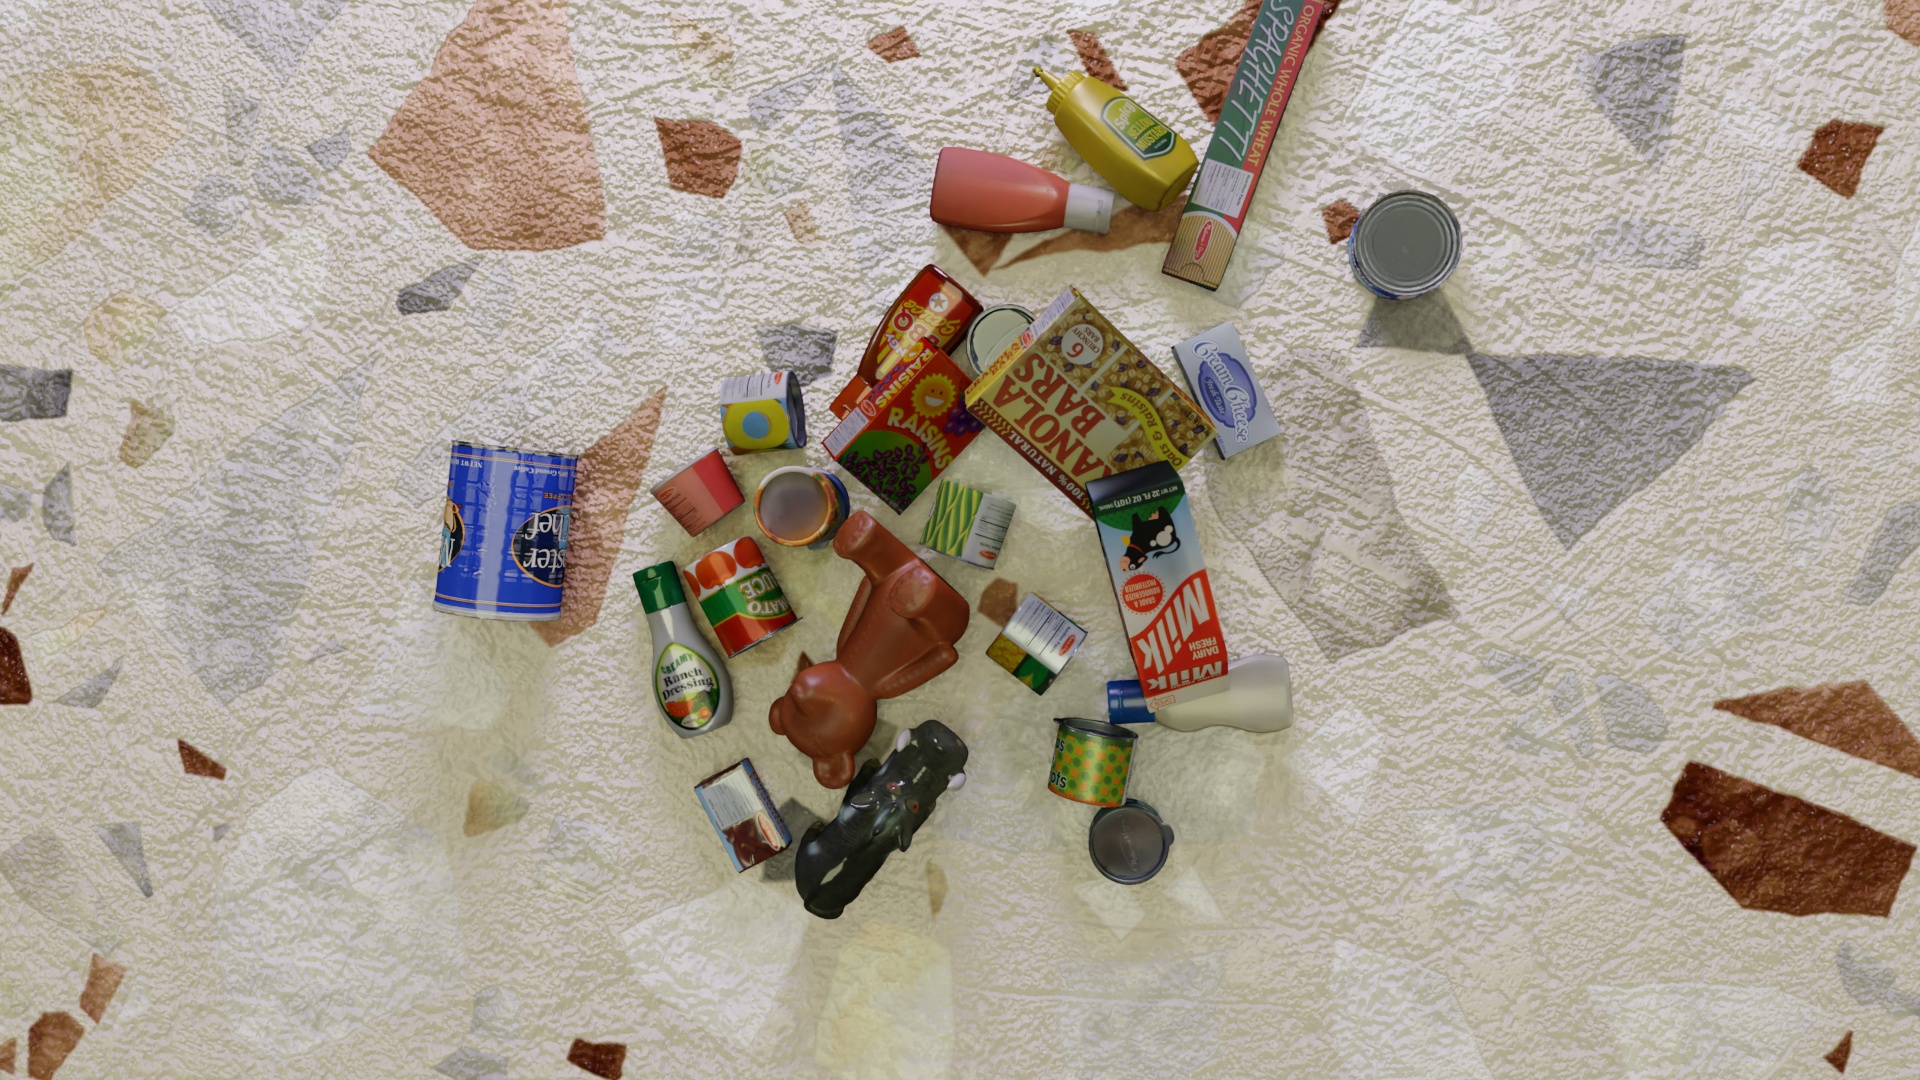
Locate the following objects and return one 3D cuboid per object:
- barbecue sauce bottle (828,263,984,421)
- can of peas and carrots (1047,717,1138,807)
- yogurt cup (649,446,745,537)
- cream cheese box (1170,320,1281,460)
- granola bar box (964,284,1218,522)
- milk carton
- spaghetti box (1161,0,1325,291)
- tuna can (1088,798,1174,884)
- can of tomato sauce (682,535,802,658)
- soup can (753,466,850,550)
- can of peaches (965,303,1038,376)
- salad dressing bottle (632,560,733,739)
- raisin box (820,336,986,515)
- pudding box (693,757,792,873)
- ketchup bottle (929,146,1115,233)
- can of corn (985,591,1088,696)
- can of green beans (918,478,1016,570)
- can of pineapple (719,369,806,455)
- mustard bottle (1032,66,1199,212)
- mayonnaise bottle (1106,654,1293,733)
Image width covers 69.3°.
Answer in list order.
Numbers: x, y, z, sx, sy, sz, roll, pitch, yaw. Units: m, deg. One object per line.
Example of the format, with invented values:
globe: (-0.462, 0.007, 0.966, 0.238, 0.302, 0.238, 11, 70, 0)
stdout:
barbecue sauce bottle: (-0.049, -0.156, 1.158, 0.065, 0.044, 0.148, 40, 94, 1)
can of peas and carrots: (0.106, 0.181, 1.138, 0.071, 0.071, 0.058, 11, 93, 4)
yogurt cup: (-0.217, -0.039, 1.163, 0.072, 0.072, 0.054, -34, 96, 4)
cream cheese box: (0.220, -0.124, 1.147, 0.053, 0.024, 0.104, -25, 89, 3)
granola bar box: (0.104, -0.101, 1.107, 0.165, 0.039, 0.124, 40, 107, -20)
milk carton: (0.158, 0.041, 1.095, 0.072, 0.073, 0.190, -16, 104, 4)
spaghetti box: (0.232, -0.330, 1.141, 0.050, 0.029, 0.250, 21, 92, 4)
tuna can: (0.142, 0.248, 1.153, 0.071, 0.033, 0.071, 0, 91, 5)
can of tomato sauce: (-0.182, 0.046, 1.159, 0.071, 0.071, 0.083, -29, 88, 5)
soup can: (-0.129, -0.025, 1.146, 0.071, 0.084, 0.071, 0, 92, 4)
can of peaches: (0.041, -0.156, 1.144, 0.071, 0.058, 0.071, 0, 91, 4)
salad dressing bottle: (-0.238, 0.092, 1.175, 0.064, 0.044, 0.147, -19, 89, 3)
raisin box: (-0.040, -0.094, 1.139, 0.123, 0.040, 0.086, -46, 126, 4)
pudding box: (-0.185, 0.233, 1.180, 0.049, 0.030, 0.083, -29, 89, 3)
ketchup bottle: (0.052, -0.283, 1.148, 0.149, 0.043, 0.064, 10, 93, 4)
can of corn: (0.062, 0.086, 1.143, 0.058, 0.071, 0.071, 37, 94, 4)
can of green beans: (0.006, -0.014, 1.144, 0.071, 0.071, 0.058, 19, 92, 4)
can of pineapple: (-0.164, -0.104, 1.157, 0.058, 0.071, 0.071, -6, 91, 5)
mustard bottle: (0.118, -0.337, 1.134, 0.160, 0.048, 0.065, 41, 58, 7)
mayonnaise bottle: (0.196, 0.129, 1.144, 0.148, 0.041, 0.065, -4, 83, 6)
